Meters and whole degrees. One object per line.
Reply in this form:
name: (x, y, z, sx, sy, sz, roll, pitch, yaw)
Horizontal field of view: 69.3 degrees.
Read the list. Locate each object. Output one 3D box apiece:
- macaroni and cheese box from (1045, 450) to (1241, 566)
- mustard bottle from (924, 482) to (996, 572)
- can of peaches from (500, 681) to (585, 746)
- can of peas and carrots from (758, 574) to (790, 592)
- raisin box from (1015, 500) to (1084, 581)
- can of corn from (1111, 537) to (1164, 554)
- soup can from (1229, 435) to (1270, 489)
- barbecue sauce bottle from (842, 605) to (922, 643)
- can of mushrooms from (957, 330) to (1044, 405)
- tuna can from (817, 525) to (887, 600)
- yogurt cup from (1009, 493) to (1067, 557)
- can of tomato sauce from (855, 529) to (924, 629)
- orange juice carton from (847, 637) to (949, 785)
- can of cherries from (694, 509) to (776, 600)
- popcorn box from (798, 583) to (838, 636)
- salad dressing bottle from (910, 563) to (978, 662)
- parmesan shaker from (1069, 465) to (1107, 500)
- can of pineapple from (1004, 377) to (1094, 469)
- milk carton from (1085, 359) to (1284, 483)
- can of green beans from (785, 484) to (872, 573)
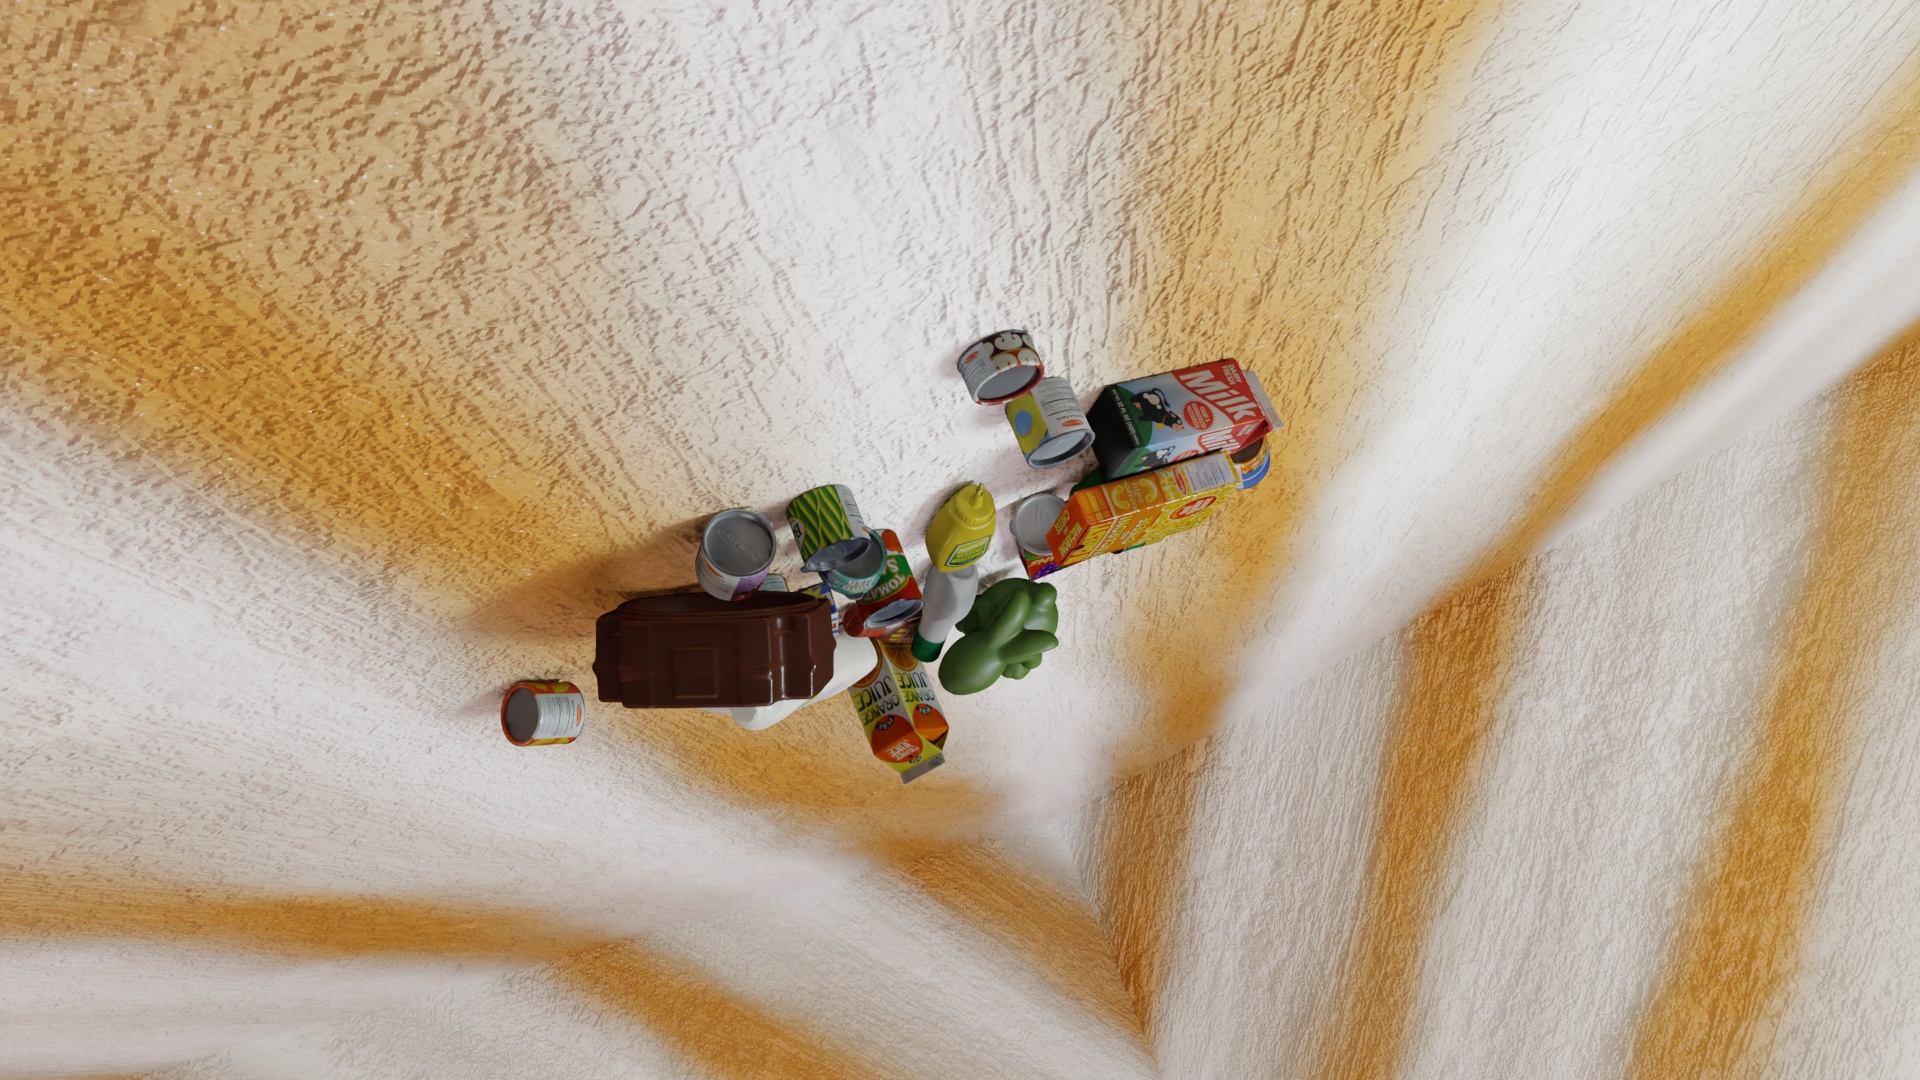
macaroni and cheese box: (0.180, -0.030, 1.387, 0.167, 0.040, 0.123, -16, 163, -16)
mustard bottle: (0.005, -0.018, 1.422, 0.065, 0.049, 0.159, -18, 161, -18)
can of peaches: (-0.434, 0.179, 1.437, 0.071, 0.071, 0.058, -33, 158, 28)
can of peas and carrots: (-0.203, 0.076, 1.425, 0.071, 0.059, 0.070, -20, 162, -7)
raisin box: (0.109, 0.000, 1.604, 0.086, 0.040, 0.123, -22, 160, -2)
can of corn: (0.197, -0.024, 1.601, 0.058, 0.071, 0.071, -14, 159, -25)
soup can: (0.304, -0.101, 1.514, 0.071, 0.071, 0.083, -25, 160, 7)
barbecue sauce bottle: (-0.077, 0.096, 1.645, 0.064, 0.044, 0.149, -44, 153, 27)
can of mushrooms: (0.036, -0.142, 1.146, 0.071, 0.033, 0.070, -20, 160, -8)
tuna can: (-0.106, 0.020, 1.365, 0.071, 0.071, 0.032, -14, 158, -24)
yogurt cup: (0.091, -0.013, 1.514, 0.072, 0.072, 0.054, -21, 169, -3)
can of tomato sauce: (-0.082, 0.039, 1.423, 0.071, 0.083, 0.071, -20, 161, -7)
orange juice carton: (-0.079, 0.194, 1.680, 0.071, 0.193, 0.073, -34, 158, 28)
can of cherries: (-0.200, 0.012, 1.248, 0.072, 0.071, 0.058, -14, 159, -24)
popcorn box: (-0.197, 0.095, 1.515, 0.127, 0.038, 0.085, -19, 161, -12)
salad dressing bottle: (-0.022, 0.081, 1.598, 0.044, 0.064, 0.146, -16, 144, -36)
parmesan shaker: (0.175, -0.058, 1.478, 0.071, 0.071, 0.102, -3, 152, -44)
can of pineapple: (0.079, -0.105, 1.256, 0.071, 0.058, 0.070, -20, 161, -7)
milk carton: (0.224, -0.121, 1.356, 0.191, 0.072, 0.073, -15, 160, -23)
can of green beans: (-0.122, -0.011, 1.283, 0.071, 0.058, 0.071, -20, 161, -7)
